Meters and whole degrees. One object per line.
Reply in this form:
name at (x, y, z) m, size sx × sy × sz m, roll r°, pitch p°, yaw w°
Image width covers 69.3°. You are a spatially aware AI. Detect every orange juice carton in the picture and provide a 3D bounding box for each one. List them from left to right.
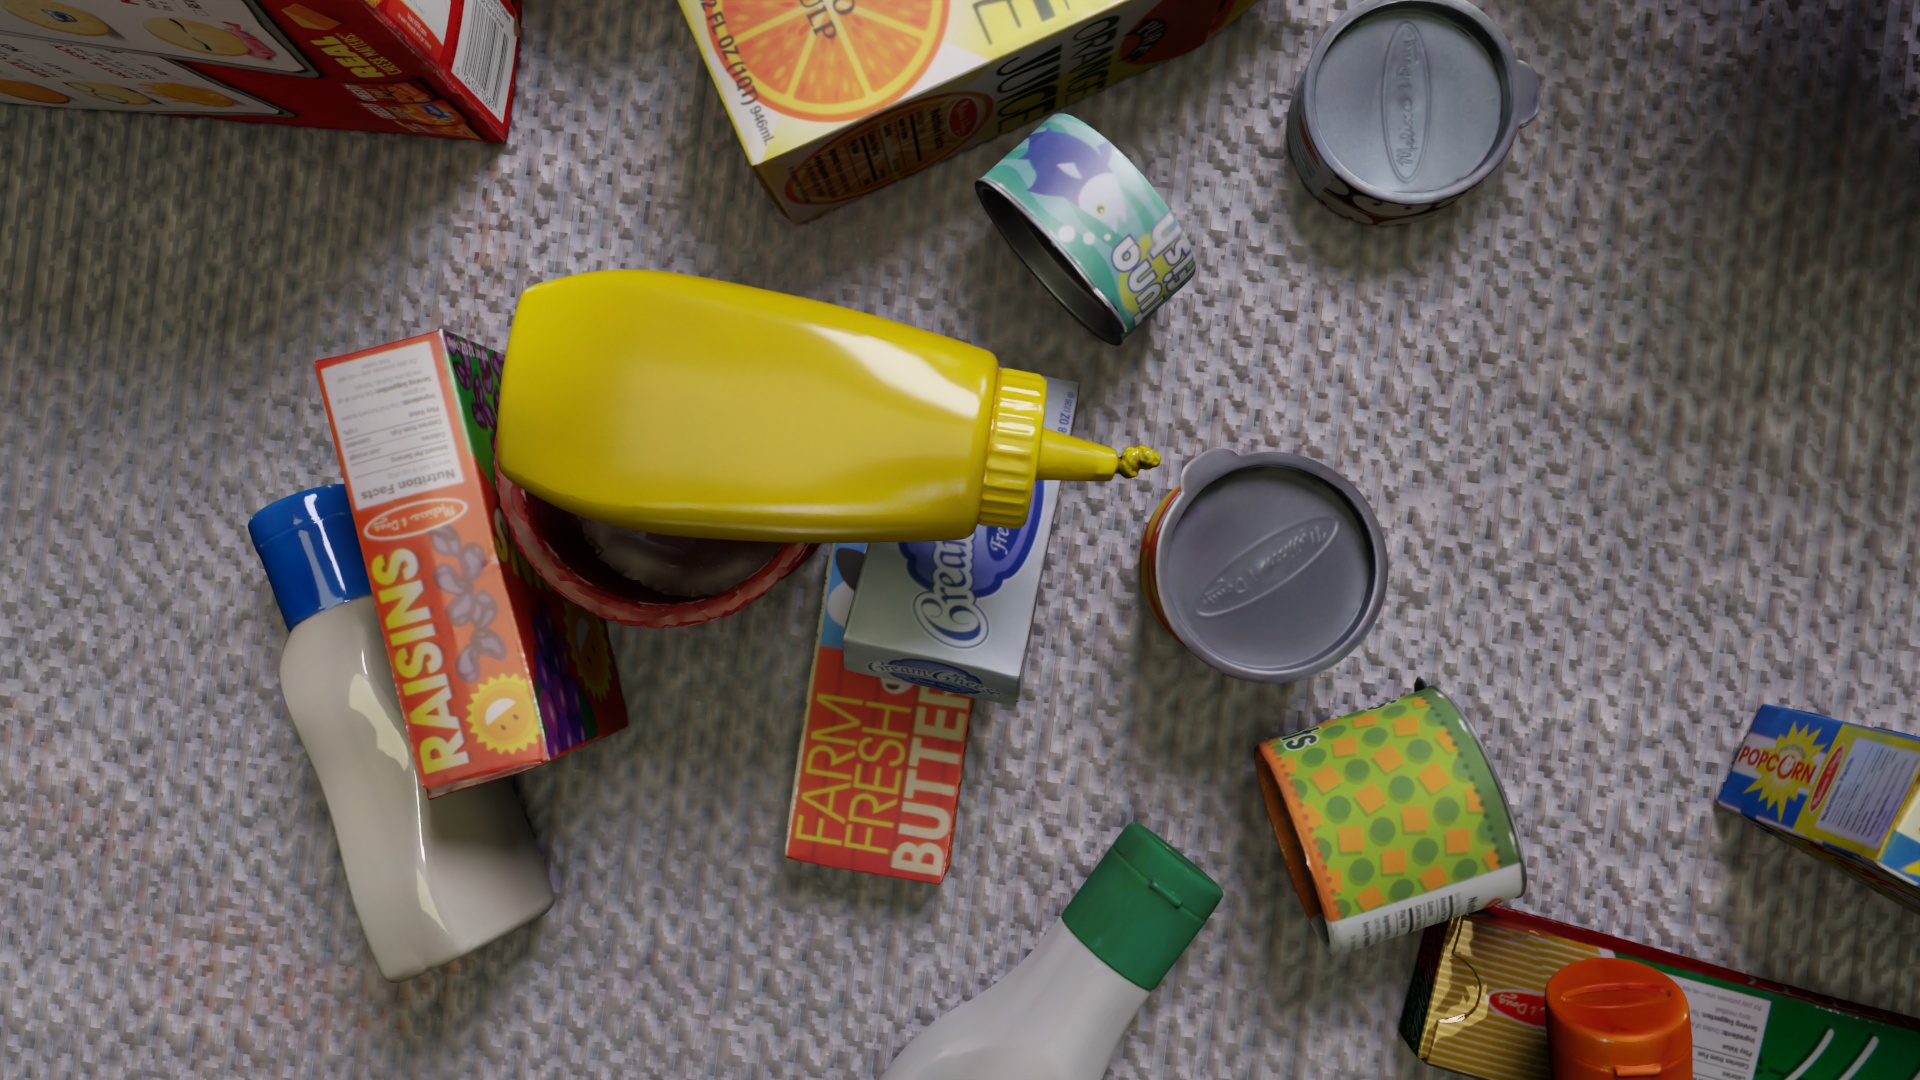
orange juice carton at (0.016, -0.173, 0.419) m, size 0.193 × 0.073 × 0.072 m, roll -24°, pitch 89°, yaw 1°

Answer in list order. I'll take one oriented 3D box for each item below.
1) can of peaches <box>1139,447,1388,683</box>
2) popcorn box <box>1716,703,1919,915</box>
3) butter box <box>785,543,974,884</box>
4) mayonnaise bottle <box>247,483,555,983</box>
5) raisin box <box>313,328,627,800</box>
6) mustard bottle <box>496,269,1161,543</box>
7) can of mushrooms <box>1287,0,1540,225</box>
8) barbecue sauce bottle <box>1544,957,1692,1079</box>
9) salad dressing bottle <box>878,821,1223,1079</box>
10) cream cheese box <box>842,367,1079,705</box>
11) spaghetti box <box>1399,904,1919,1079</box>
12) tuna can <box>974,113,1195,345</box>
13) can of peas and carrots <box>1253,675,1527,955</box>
can of peaches at (0.088, 0.005, 0.422) m, size 0.071 × 0.058 × 0.071 m, roll 0°, pitch 89°, yaw 3°
popcorn box at (0.302, 0.097, 0.400) m, size 0.127 × 0.085 × 0.038 m, roll 29°, pitch 92°, yaw 2°
butter box at (-0.022, 0.053, 0.442) m, size 0.053 × 0.024 × 0.103 m, roll 8°, pitch 89°, yaw 3°
mayonnaise bottle at (-0.176, 0.056, 0.430) m, size 0.041 × 0.065 × 0.148 m, roll -25°, pitch 84°, yaw 10°
raisin box at (-0.142, 0.007, 0.415) m, size 0.040 × 0.086 × 0.123 m, roll -15°, pitch 89°, yaw 0°
mustard bottle at (-0.030, -0.028, 0.348) m, size 0.160 × 0.049 × 0.065 m, roll 9°, pitch 90°, yaw 1°
can of mushrooms at (0.140, -0.134, 0.435) m, size 0.071 × 0.033 × 0.071 m, roll 0°, pitch 89°, yaw 2°
barbecue sauce bottle at (0.192, 0.193, 0.401) m, size 0.065 × 0.044 × 0.148 m, roll -7°, pitch 108°, yaw 12°
salad dressing bottle at (0.024, 0.157, 0.430) m, size 0.064 × 0.044 × 0.147 m, roll 37°, pitch 89°, yaw 4°
cream cheese box at (0.002, -0.005, 0.421) m, size 0.053 × 0.024 × 0.104 m, roll 11°, pitch 62°, yaw 4°
spaghetti box at (0.265, 0.166, 0.428) m, size 0.250 × 0.028 × 0.050 m, roll 15°, pitch 90°, yaw 2°
tuna can at (0.039, -0.093, 0.419) m, size 0.033 × 0.071 × 0.071 m, roll -42°, pitch 88°, yaw 1°
can of peas and carrots at (0.126, 0.081, 0.417) m, size 0.059 × 0.071 × 0.071 m, roll -19°, pitch 89°, yaw 2°
